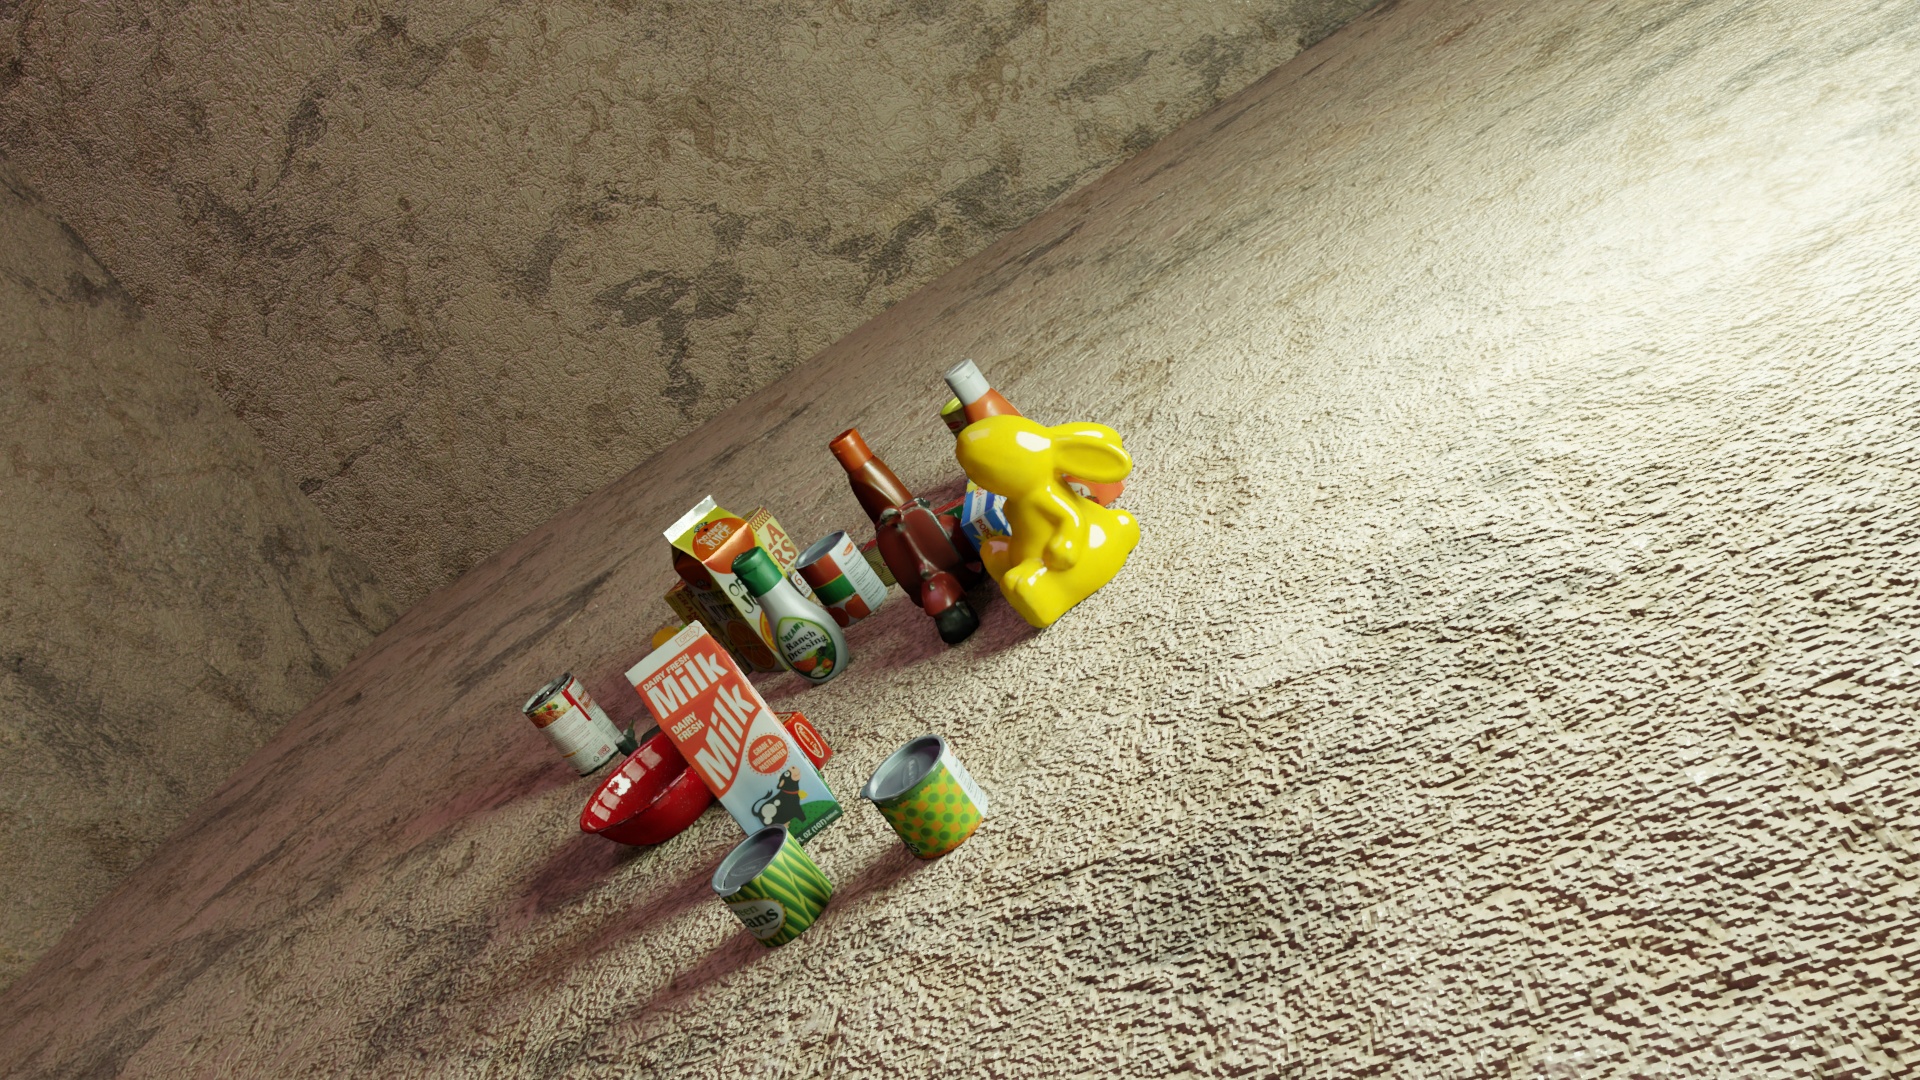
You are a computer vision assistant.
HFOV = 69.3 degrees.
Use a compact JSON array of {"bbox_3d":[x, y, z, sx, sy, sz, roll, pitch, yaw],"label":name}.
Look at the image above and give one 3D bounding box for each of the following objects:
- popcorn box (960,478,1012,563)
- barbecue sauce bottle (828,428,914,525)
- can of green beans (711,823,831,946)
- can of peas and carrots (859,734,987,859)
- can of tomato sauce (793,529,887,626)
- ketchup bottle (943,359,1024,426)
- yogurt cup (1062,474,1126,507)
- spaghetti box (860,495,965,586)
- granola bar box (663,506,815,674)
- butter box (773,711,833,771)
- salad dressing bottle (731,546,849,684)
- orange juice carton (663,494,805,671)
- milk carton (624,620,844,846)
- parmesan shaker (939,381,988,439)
[{"bbox_3d":[0.040,-0.012,1.313,0.038,0.085,0.127,-31,18,15],"label":"popcorn box"},{"bbox_3d":[-0.093,-0.058,1.574,0.064,0.148,0.044,-15,26,48],"label":"barbecue sauce bottle"},{"bbox_3d":[-0.135,0.248,0.997,0.071,0.057,0.071,-32,17,11],"label":"can of green beans"},{"bbox_3d":[-0.025,0.180,0.970,0.071,0.058,0.071,-32,17,11],"label":"can of peas and carrots"},{"bbox_3d":[-0.129,0.041,1.490,0.071,0.083,0.071,-32,17,11],"label":"can of tomato sauce"},{"bbox_3d":[0.038,-0.128,1.516,0.065,0.148,0.043,-43,18,-23],"label":"ketchup bottle"},{"bbox_3d":[0.124,-0.063,1.343,0.072,0.054,0.072,-32,17,11],"label":"yogurt cup"},{"bbox_3d":[0.005,-0.018,1.453,0.249,0.050,0.029,-25,20,30],"label":"spaghetti box"},{"bbox_3d":[-0.244,0.058,1.589,0.039,0.124,0.166,-20,23,42],"label":"granola bar box"},{"bbox_3d":[-0.160,0.179,1.234,0.103,0.053,0.024,-11,29,53],"label":"butter box"},{"bbox_3d":[-0.169,0.073,1.370,0.064,0.147,0.044,-31,17,13],"label":"salad dressing bottle"},{"bbox_3d":[-0.235,0.046,1.488,0.072,0.192,0.073,-46,20,-31],"label":"orange juice carton"},{"bbox_3d":[-0.180,0.156,1.098,0.072,0.190,0.073,-38,17,-8],"label":"milk carton"},{"bbox_3d":[0.030,-0.121,1.588,0.071,0.103,0.071,-32,17,11],"label":"parmesan shaker"}]
